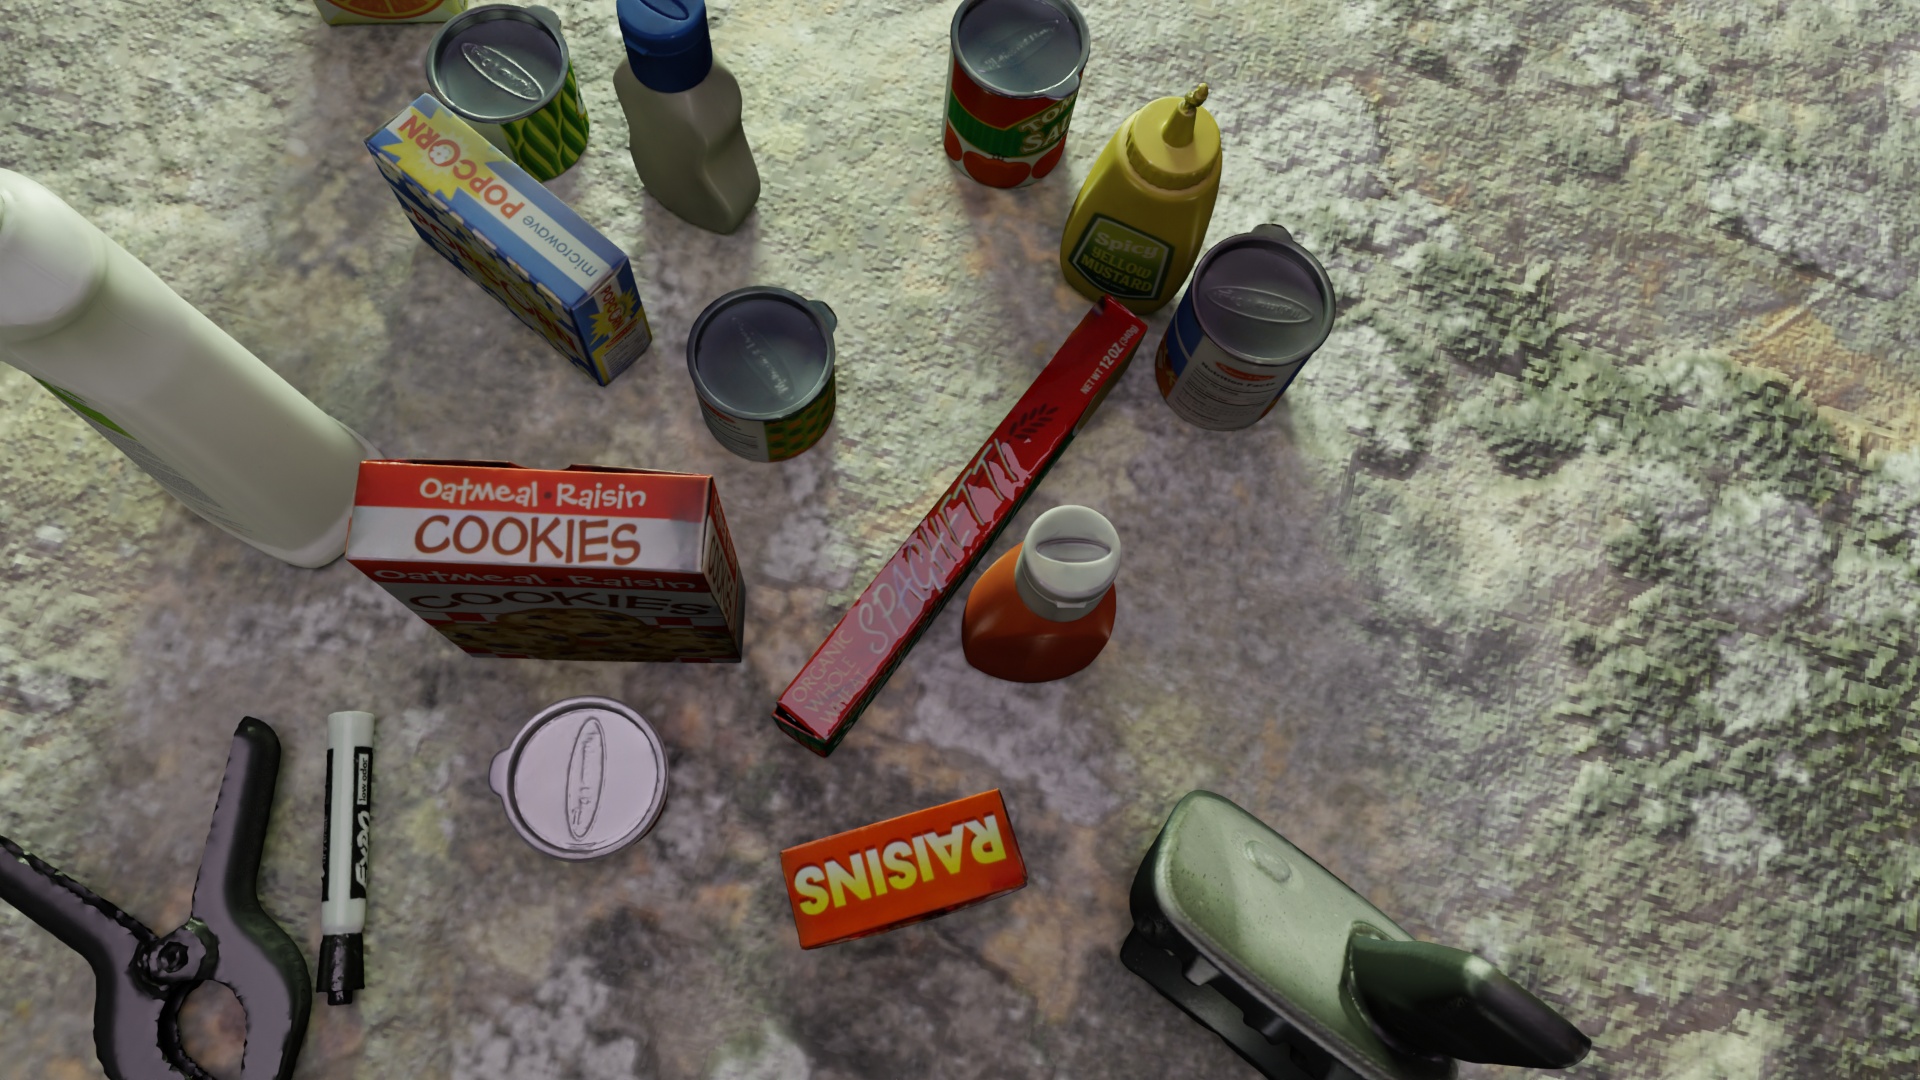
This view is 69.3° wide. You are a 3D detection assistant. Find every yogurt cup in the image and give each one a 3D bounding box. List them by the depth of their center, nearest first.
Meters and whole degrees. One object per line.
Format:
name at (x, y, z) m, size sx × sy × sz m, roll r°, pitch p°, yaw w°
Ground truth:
yogurt cup at (-0.155, 0.103, 0.589) m, size 0.072 × 0.053 × 0.072 m, roll 1°, pitch 73°, yaw -4°

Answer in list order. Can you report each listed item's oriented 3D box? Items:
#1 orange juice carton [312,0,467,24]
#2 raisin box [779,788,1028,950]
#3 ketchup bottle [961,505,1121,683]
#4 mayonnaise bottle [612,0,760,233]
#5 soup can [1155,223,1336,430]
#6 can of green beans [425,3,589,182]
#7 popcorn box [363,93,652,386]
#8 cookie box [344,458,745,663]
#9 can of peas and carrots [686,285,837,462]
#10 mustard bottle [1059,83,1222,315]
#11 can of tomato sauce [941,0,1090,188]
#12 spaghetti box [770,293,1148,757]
orange juice carton at (-0.287, -0.327, 0.638) m, size 0.073 × 0.192 × 0.072 m, roll -4°, pitch 74°, yaw -5°
raisin box at (-0.025, 0.134, 0.554) m, size 0.086 × 0.123 × 0.040 m, roll -14°, pitch 75°, yaw -8°
ketchup bottle at (0.037, 0.025, 0.579) m, size 0.065 × 0.148 × 0.043 m, roll 1°, pitch 74°, yaw -4°
mayonnaise bottle at (-0.127, -0.198, 0.634) m, size 0.065 × 0.147 × 0.041 m, roll 33°, pitch 74°, yaw 5°
soup can at (0.133, -0.099, 0.658) m, size 0.071 × 0.083 × 0.071 m, roll 1°, pitch 73°, yaw -4°
can of green beans at (-0.220, -0.217, 0.680) m, size 0.071 × 0.057 × 0.071 m, roll 1°, pitch 73°, yaw -4°
popcorn box at (-0.205, -0.136, 0.642) m, size 0.127 × 0.085 × 0.038 m, roll 39°, pitch 75°, yaw 7°
cookie box at (-0.154, 0.013, 0.557) m, size 0.123 × 0.167 × 0.040 m, roll 2°, pitch 74°, yaw -4°
can of peas and carrots at (-0.089, -0.078, 0.647) m, size 0.071 × 0.058 × 0.071 m, roll 1°, pitch 73°, yaw -4°
mustard bottle at (0.086, -0.158, 0.632) m, size 0.065 × 0.159 × 0.049 m, roll 23°, pitch 73°, yaw 3°
can of tomato sauce at (0.027, -0.223, 0.688) m, size 0.071 × 0.083 × 0.071 m, roll 1°, pitch 73°, yaw -4°
spaghetti box at (0.002, -0.008, 0.638) m, size 0.029 × 0.050 × 0.251 m, roll 36°, pitch 74°, yaw 6°
